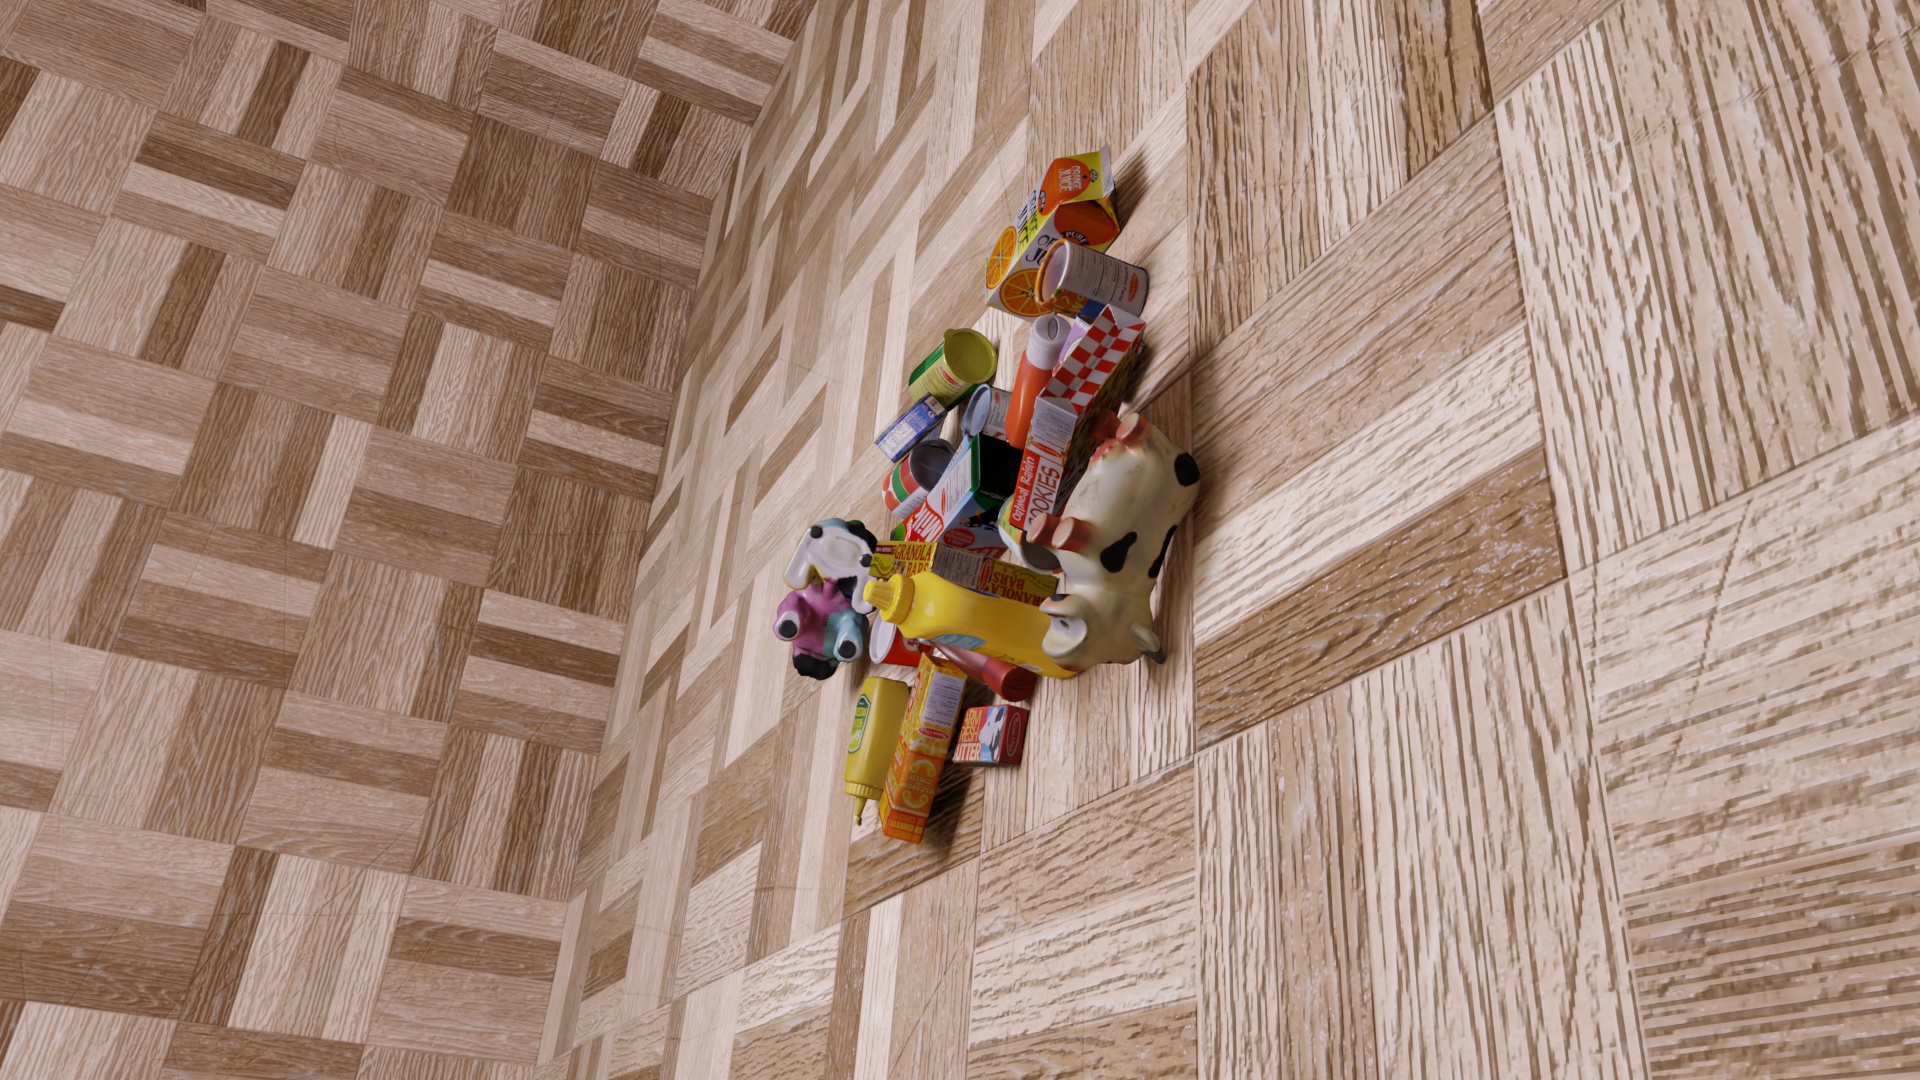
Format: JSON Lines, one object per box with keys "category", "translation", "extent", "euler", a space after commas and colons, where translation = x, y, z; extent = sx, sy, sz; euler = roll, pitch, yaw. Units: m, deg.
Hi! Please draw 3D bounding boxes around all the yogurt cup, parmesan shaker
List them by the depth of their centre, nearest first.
{"category": "yogurt cup", "translation": [-0.061, 0.105, 1.501], "extent": [0.072, 0.054, 0.073], "euler": [-50, 31, 46]}
{"category": "parmesan shaker", "translation": [-0.012, -0.193, 1.581], "extent": [0.102, 0.071, 0.071], "euler": [-33, 45, 60]}

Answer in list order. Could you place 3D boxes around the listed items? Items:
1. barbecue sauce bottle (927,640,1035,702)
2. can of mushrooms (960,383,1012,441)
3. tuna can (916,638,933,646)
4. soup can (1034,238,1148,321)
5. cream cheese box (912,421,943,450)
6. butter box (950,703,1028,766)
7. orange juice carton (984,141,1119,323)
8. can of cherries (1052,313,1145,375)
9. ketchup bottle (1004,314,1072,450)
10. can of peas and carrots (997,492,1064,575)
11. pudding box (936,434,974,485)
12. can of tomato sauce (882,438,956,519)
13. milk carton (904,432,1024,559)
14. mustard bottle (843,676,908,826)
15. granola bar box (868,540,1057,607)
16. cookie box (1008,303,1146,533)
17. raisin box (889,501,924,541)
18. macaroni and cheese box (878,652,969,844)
{"category": "barbecue sauce bottle", "translation": [0.020, 0.106, 1.294], "extent": [0.149, 0.065, 0.043], "euler": [36, 110, 59]}
{"category": "can of mushrooms", "translation": [0.030, -0.131, 1.483], "extent": [0.070, 0.033, 0.071], "euler": [-49, 33, 47]}
{"category": "tuna can", "translation": [-0.021, 0.077, 1.451], "extent": [0.070, 0.033, 0.071], "euler": [-49, 32, 47]}
{"category": "soup can", "translation": [0.118, -0.231, 1.271], "extent": [0.071, 0.084, 0.072], "euler": [-50, 31, 46]}
{"category": "cream cheese box", "translation": [-0.037, -0.156, 1.677], "extent": [0.053, 0.024, 0.103], "euler": [25, 98, 69]}
{"category": "butter box", "translation": [0.025, 0.180, 1.272], "extent": [0.103, 0.024, 0.053], "euler": [-20, 56, 64]}
{"category": "orange juice carton", "translation": [0.099, -0.309, 1.390], "extent": [0.191, 0.073, 0.072], "euler": [-49, 32, 46]}
{"category": "can of cherries", "translation": [0.121, -0.161, 1.230], "extent": [0.058, 0.071, 0.072], "euler": [-66, 22, 19]}
{"category": "ketchup bottle", "translation": [0.074, -0.151, 1.312], "extent": [0.148, 0.043, 0.065], "euler": [102, 176, -56]}
{"category": "can of peas and carrots", "translation": [0.075, -0.011, 1.238], "extent": [0.070, 0.071, 0.059], "euler": [-68, 22, 13]}
{"category": "pudding box", "translation": [0.011, -0.066, 1.456], "extent": [0.083, 0.050, 0.030], "euler": [-58, 24, 32]}
{"category": "can of tomato sauce", "translation": [-0.044, -0.069, 1.572], "extent": [0.082, 0.071, 0.071], "euler": [-39, 39, 57]}
{"category": "milk carton", "translation": [0.005, -0.018, 1.406], "extent": [0.189, 0.072, 0.074], "euler": [-50, 31, 44]}
{"category": "mustard bottle", "translation": [-0.095, 0.228, 1.500], "extent": [0.065, 0.049, 0.160], "euler": [160, 125, -66]}
{"category": "granola bar box", "translation": [-0.001, 0.035, 1.309], "extent": [0.165, 0.124, 0.039], "euler": [1, 75, 68]}
{"category": "cookie box", "translation": [0.094, -0.095, 1.147], "extent": [0.123, 0.040, 0.166], "euler": [-54, -14, -33]}
{"category": "raisin box", "translation": [-0.042, 0.009, 1.547], "extent": [0.123, 0.040, 0.086], "euler": [-38, 39, 55]}
{"category": "macaroni and cheese box", "translation": [-0.037, 0.199, 1.355], "extent": [0.123, 0.040, 0.166], "euler": [-173, 99, -84]}
